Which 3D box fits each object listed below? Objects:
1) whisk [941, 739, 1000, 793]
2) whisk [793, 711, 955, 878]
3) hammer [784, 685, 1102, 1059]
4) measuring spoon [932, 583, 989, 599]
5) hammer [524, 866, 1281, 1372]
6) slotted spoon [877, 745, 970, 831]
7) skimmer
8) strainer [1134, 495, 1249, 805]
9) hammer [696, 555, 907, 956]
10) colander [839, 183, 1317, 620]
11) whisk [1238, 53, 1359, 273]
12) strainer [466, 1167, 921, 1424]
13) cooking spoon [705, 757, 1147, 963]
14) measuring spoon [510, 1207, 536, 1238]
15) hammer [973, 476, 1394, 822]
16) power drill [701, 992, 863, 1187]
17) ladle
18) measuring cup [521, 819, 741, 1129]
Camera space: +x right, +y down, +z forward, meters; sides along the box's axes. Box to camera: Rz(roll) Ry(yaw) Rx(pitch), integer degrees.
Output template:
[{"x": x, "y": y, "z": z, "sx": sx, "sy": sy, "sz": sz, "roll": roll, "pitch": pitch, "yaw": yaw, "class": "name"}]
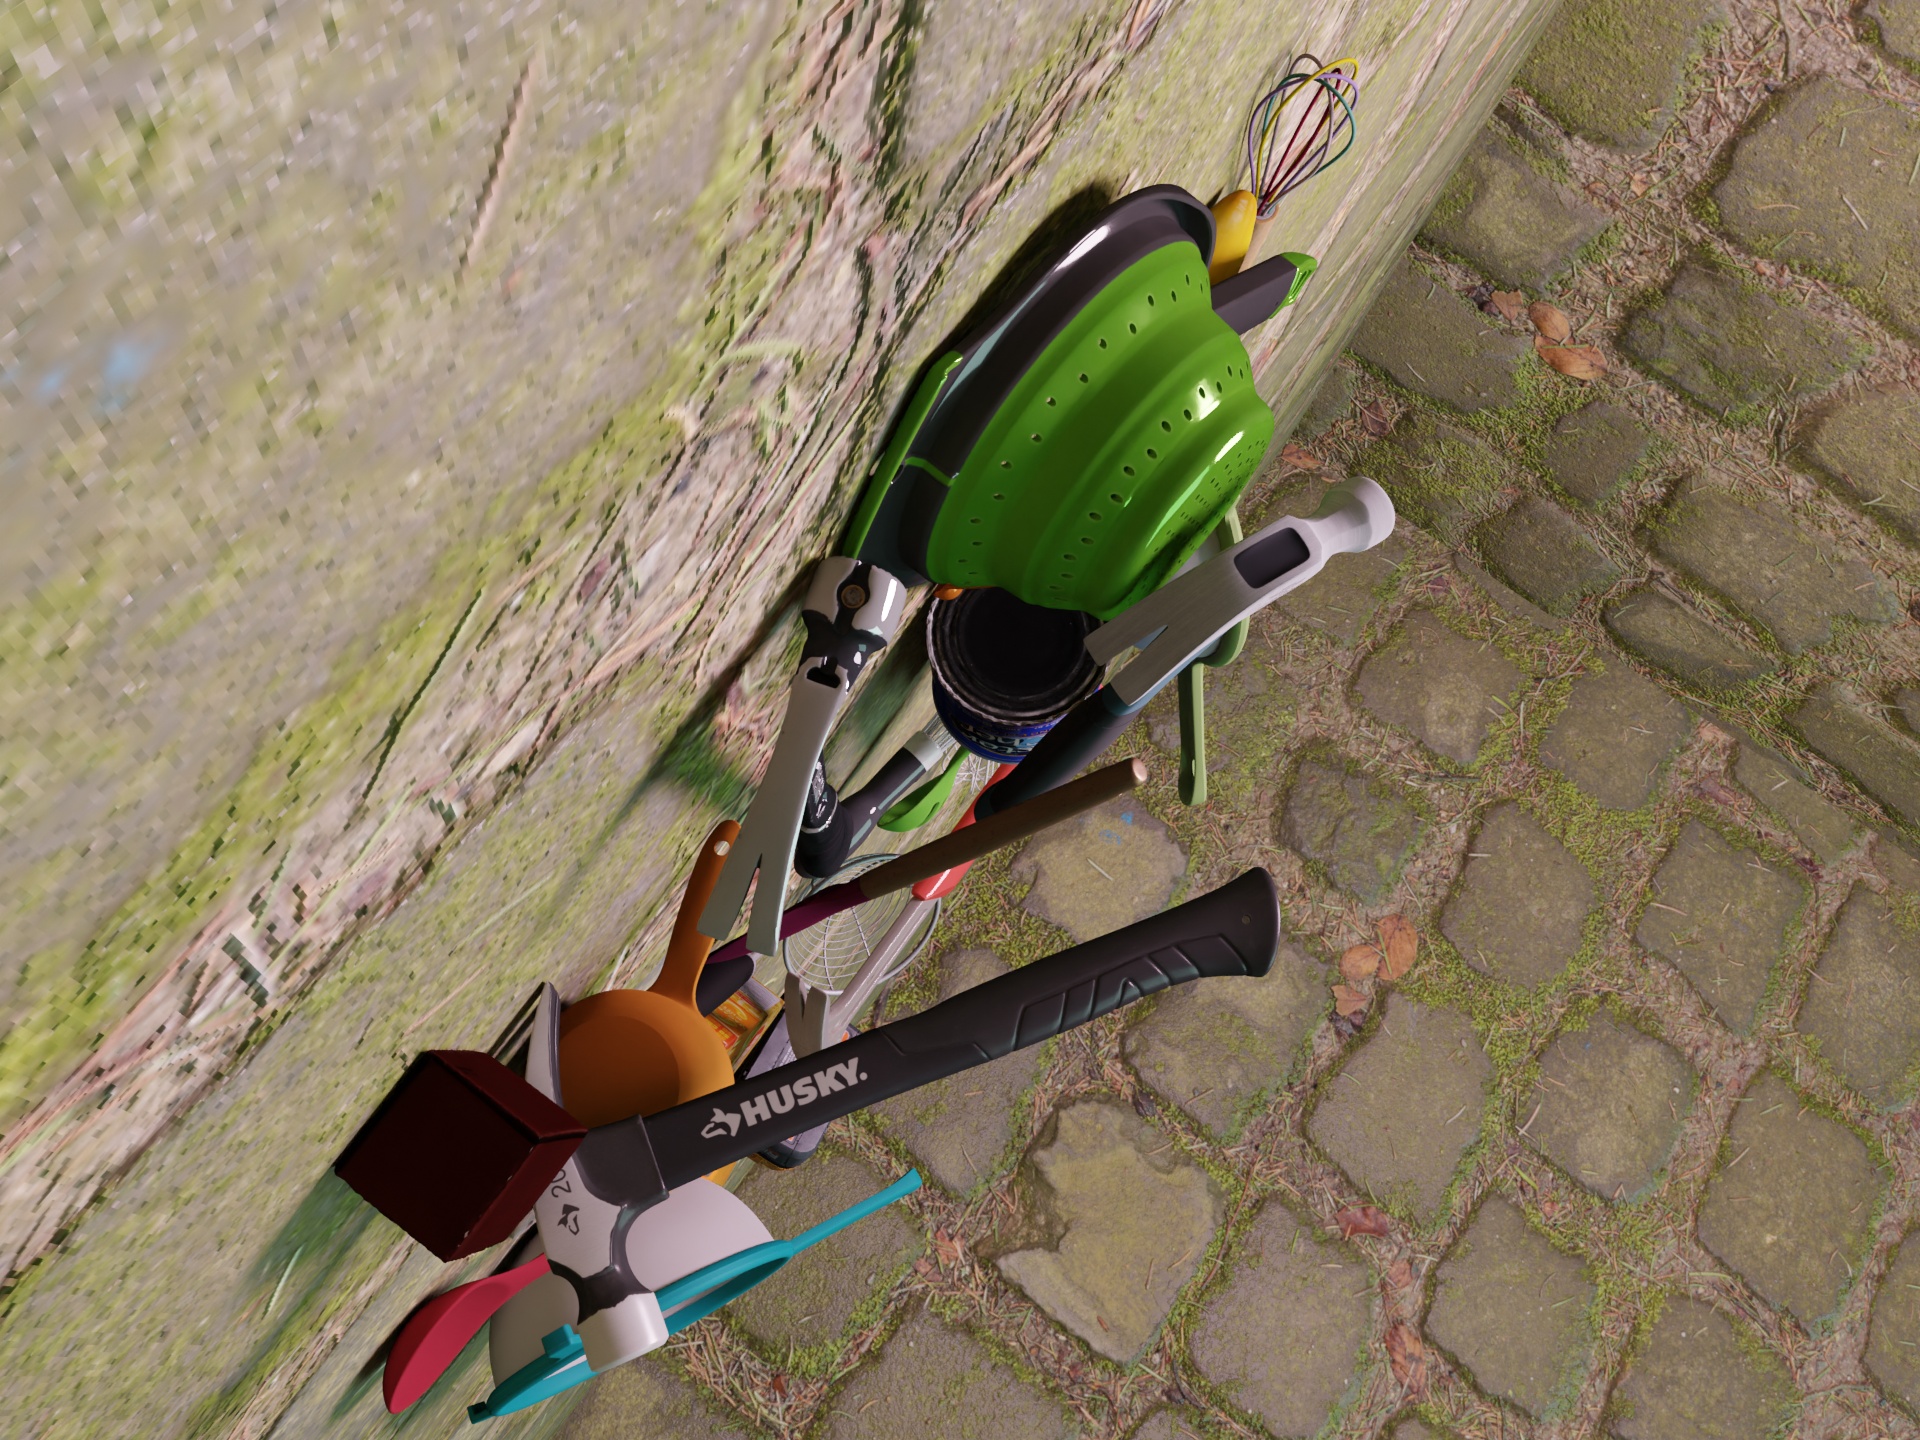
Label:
[{"x": 0.026, "y": -0.010, "z": 1.292, "sx": 0.246, "sy": 0.059, "sz": 0.058, "roll": 107, "pitch": -19, "yaw": -59, "class": "whisk"}, {"x": -0.001, "y": -0.003, "z": 1.011, "sx": 0.284, "sy": 0.070, "sz": 0.070, "roll": -45, "pitch": 172, "yaw": -11, "class": "whisk"}, {"x": -0.003, "y": 0.087, "z": 1.093, "sx": 0.359, "sy": 0.037, "sz": 0.149, "roll": -52, "pitch": 158, "yaw": -30, "class": "hammer"}, {"x": 0.013, "y": -0.070, "z": 0.799, "sx": 0.021, "sy": 0.011, "sz": 0.117, "roll": -46, "pitch": -164, "yaw": -15, "class": "measuring spoon"}, {"x": -0.016, "y": 0.130, "z": 0.662, "sx": 0.334, "sy": 0.146, "sz": 0.035, "roll": -20, "pitch": 164, "yaw": -14, "class": "hammer"}, {"x": 0.029, "y": -0.005, "z": 1.175, "sx": 0.313, "sy": 0.031, "sz": 0.070, "roll": -49, "pitch": 178, "yaw": 39, "class": "slotted spoon"}, {"x": -0.099, "y": 0.162, "z": 1.034, "sx": 0.127, "sy": 0.090, "sz": 0.363, "roll": -55, "pitch": 174, "yaw": 12, "class": "skimmer"}, {"x": 0.110, "y": -0.051, "z": 0.936, "sx": 0.152, "sy": 0.069, "sz": 0.256, "roll": -122, "pitch": -159, "yaw": -56, "class": "strainer"}, {"x": -0.071, "y": 0.045, "z": 0.773, "sx": 0.409, "sy": 0.036, "sz": 0.149, "roll": 109, "pitch": 0, "yaw": -79, "class": "hammer"}, {"x": 0.107, "y": -0.143, "z": 0.725, "sx": 0.397, "sy": 0.094, "sz": 0.204, "roll": -37, "pitch": 164, "yaw": -48, "class": "colander"}, {"x": 0.177, "y": -0.299, "z": 0.890, "sx": 0.047, "sy": 0.051, "sz": 0.245, "roll": -60, "pitch": 178, "yaw": -7, "class": "whisk"}, {"x": -0.175, "y": 0.345, "z": 1.080, "sx": 0.340, "sy": 0.095, "sz": 0.211, "roll": -16, "pitch": 157, "yaw": -40, "class": "strainer"}, {"x": -0.031, "y": 0.081, "z": 0.842, "sx": 0.319, "sy": 0.017, "sz": 0.069, "roll": -27, "pitch": -179, "yaw": 36, "class": "cooking spoon"}, {"x": -0.246, "y": 0.299, "z": 0.998, "sx": 0.034, "sy": 0.018, "sz": 0.124, "roll": -56, "pitch": 173, "yaw": 13, "class": "measuring spoon"}, {"x": 0.076, "y": -0.008, "z": 0.771, "sx": 0.128, "sy": 0.033, "sz": 0.331, "roll": -29, "pitch": 170, "yaw": -26, "class": "hammer"}, {"x": -0.154, "y": 0.281, "z": 1.232, "sx": 0.226, "sy": 0.084, "sz": 0.185, "roll": -43, "pitch": -167, "yaw": 50, "class": "power drill"}, {"x": -0.203, "y": 0.288, "z": 0.923, "sx": 0.315, "sy": 0.031, "sz": 0.069, "roll": -27, "pitch": 148, "yaw": -46, "class": "ladle"}, {"x": -0.132, "y": 0.121, "z": 0.695, "sx": 0.052, "sy": 0.095, "sz": 0.174, "roll": 79, "pitch": 28, "yaw": -75, "class": "measuring cup"}]
